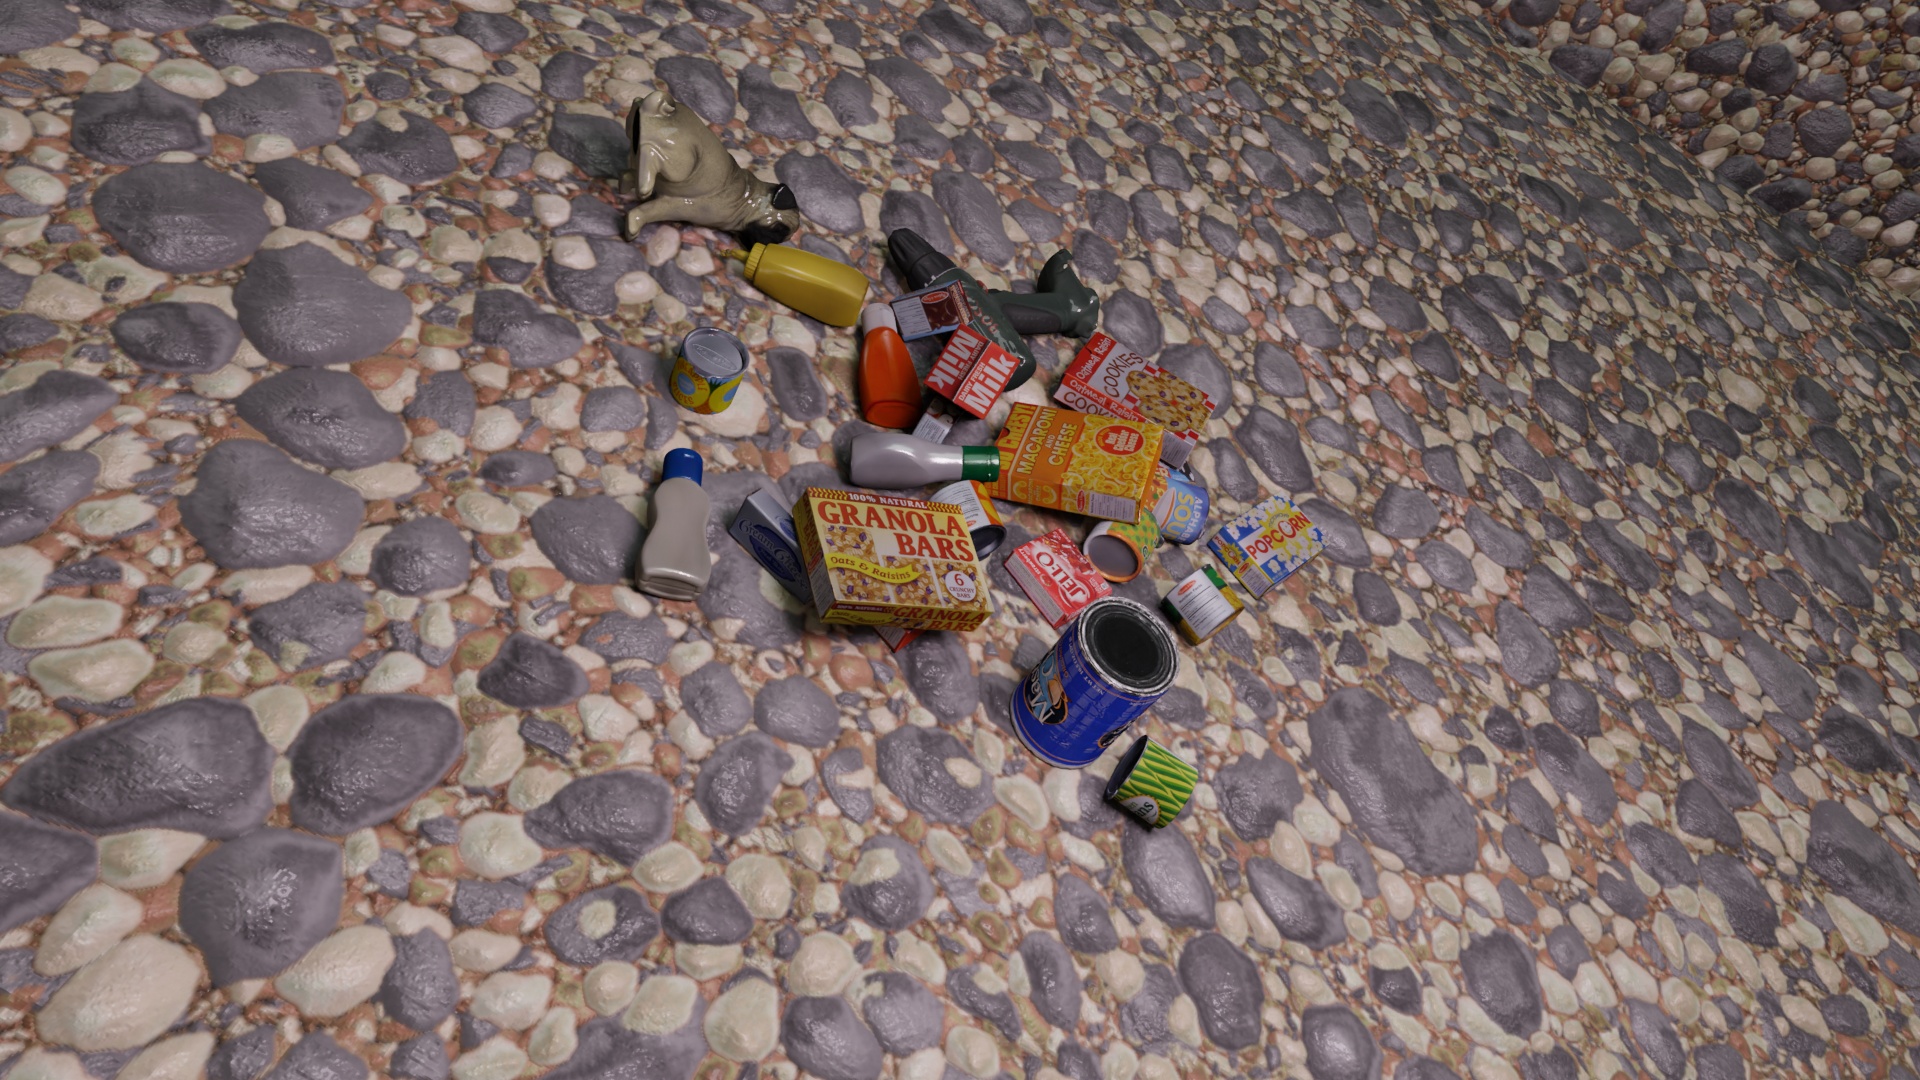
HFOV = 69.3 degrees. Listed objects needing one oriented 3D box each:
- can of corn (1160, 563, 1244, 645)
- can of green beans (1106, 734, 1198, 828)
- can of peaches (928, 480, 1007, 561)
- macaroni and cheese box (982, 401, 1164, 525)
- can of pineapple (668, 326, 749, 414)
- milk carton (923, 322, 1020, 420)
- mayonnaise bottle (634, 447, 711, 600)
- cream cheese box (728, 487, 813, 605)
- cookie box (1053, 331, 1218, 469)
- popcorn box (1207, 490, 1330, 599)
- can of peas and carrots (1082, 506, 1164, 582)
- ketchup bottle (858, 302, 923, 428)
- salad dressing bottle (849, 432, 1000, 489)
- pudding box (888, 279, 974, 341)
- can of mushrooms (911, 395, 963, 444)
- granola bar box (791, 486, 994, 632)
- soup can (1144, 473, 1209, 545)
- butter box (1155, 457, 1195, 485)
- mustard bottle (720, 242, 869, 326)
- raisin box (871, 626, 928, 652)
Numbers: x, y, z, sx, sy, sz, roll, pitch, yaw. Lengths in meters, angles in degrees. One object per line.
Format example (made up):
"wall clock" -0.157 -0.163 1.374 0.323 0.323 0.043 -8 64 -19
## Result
"can of corn" 0.252 0.067 1.443 0.071 0.070 0.058 -24 69 -40
"can of green beans" 0.176 0.222 1.273 0.058 0.071 0.071 35 46 -1
"can of peaches" 0.005 -0.017 1.373 0.071 0.071 0.058 -7 58 -33
"macaroni and cheese box" 0.120 -0.085 1.462 0.166 0.040 0.124 11 44 13
"can of pineapple" -0.247 -0.165 1.355 0.071 0.057 0.071 15 49 -18
"milk carton" 0.011 -0.171 1.422 0.073 0.072 0.191 32 5 -2
"mayonnaise bottle" -0.253 -0.017 1.245 0.065 0.041 0.149 14 48 -21
"cream cheese box" -0.162 0.006 1.268 0.104 0.053 0.024 44 42 8
"cookie box" 0.203 -0.164 1.598 0.167 0.040 0.123 31 38 5
"popcorn box" 0.348 0.004 1.564 0.127 0.038 0.085 -27 70 -41
"can of peas and carrots" 0.170 0.003 1.446 0.071 0.070 0.059 37 46 2
"ketchup bottle" -0.080 -0.189 1.478 0.065 0.043 0.149 8 51 -24
"salad dressing bottle" -0.036 -0.078 1.382 0.148 0.064 0.044 2 53 -7
"pudding box" -0.032 -0.250 1.518 0.030 0.083 0.049 -43 118 -49
"can of mushrooms" -0.028 -0.114 1.432 0.033 0.070 0.071 32 46 -2
"granola bar box" -0.062 0.019 1.257 0.166 0.039 0.125 6 51 -34
"soup can" 0.218 -0.036 1.503 0.084 0.071 0.072 16 48 -17
"butter box" 0.212 -0.082 1.567 0.104 0.024 0.053 1 53 -28
"mustard bottle" -0.179 -0.283 1.486 0.160 0.065 0.049 22 51 -7
"raisin box" -0.068 0.034 1.308 0.123 0.039 0.086 47 48 13
